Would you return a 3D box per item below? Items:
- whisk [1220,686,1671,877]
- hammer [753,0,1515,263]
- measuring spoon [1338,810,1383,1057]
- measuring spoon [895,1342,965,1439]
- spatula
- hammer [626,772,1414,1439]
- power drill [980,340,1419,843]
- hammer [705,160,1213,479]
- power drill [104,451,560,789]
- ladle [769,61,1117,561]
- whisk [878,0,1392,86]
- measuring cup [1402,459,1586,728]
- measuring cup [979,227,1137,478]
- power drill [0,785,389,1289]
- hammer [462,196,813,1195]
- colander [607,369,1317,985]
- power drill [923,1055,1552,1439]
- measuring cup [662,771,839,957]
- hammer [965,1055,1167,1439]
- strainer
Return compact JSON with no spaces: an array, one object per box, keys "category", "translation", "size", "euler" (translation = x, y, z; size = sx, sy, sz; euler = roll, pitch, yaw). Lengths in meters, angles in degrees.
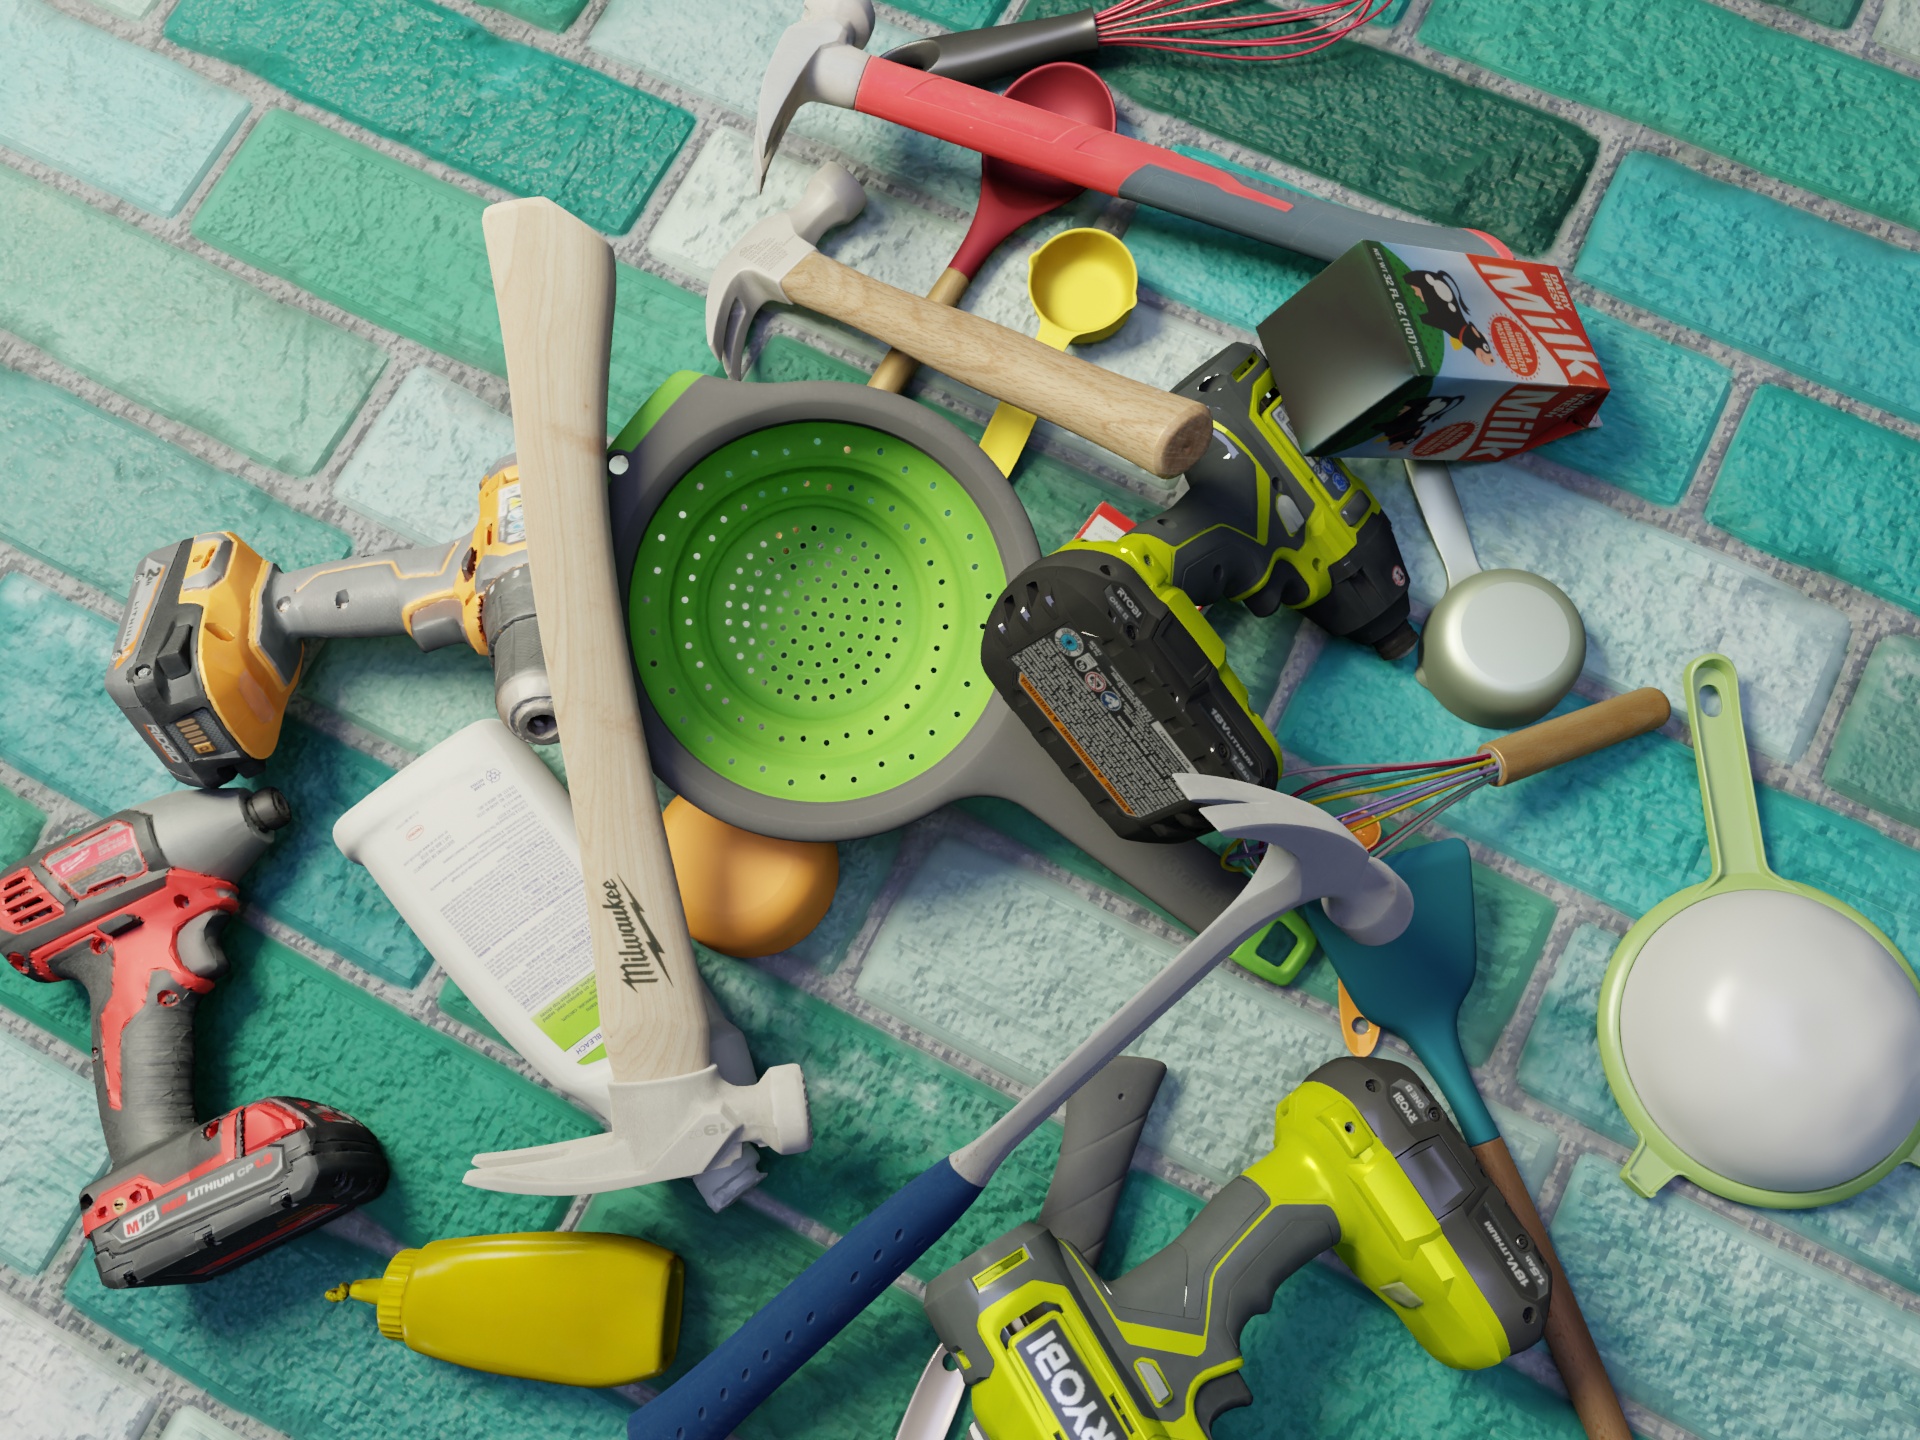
[{"category":"whisk","translation":[0.228,0.026,0.730],"size":[0.245,0.047,0.051],"euler":[-17,32,-17]},{"category":"hammer","translation":[0.091,-0.266,0.800],"size":[0.386,0.038,0.143],"euler":[17,55,-3]},{"category":"measuring spoon","translation":[0.190,0.101,0.756],"size":[0.021,0.011,0.117],"euler":[2,79,5]},{"category":"measuring spoon","translation":[-0.025,0.332,0.709],"size":[0.034,0.018,0.124],"euler":[27,72,-2]},{"category":"spatula","translation":[0.245,0.212,0.705],"size":[0.082,0.044,0.318],"euler":[-19,76,-6]},{"category":"hammer","translation":[0.007,0.179,0.665],"size":[0.405,0.143,0.035],"euler":[-44,44,9]},{"category":"power drill","translation":[0.122,-0.053,0.714],"size":[0.171,0.080,0.223],"euler":[51,49,-9]},{"category":"hammer","translation":[-0.012,-0.181,0.753],"size":[0.130,0.031,0.332],"euler":[-47,48,-10]},{"category":"power drill","translation":[-0.275,-0.038,0.755],"size":[0.226,0.084,0.186],"euler":[-15,44,-1]},{"category":"ladle","translation":[-0.014,-0.214,0.842],"size":[0.069,0.031,0.315],"euler":[31,81,6]},{"category":"whisk","translation":[0.093,-0.379,0.864],"size":[0.296,0.073,0.073],"euler":[-10,75,8]},{"category":"measuring cup","translation":[0.252,-0.079,0.782],"size":[0.083,0.038,0.168],"euler":[-16,77,-1]},{"category":"measuring cup","translation":[0.043,-0.182,0.836],"size":[0.062,0.029,0.156],"euler":[26,90,10]},{"category":"power drill","translation":[-0.360,0.139,0.749],"size":[0.143,0.078,0.220],"euler":[-26,73,-4]},{"category":"hammer","translation":[-0.162,-0.006,0.667],"size":[0.146,0.038,0.410],"euler":[-8,95,-8]},{"category":"colander","translation":[-0.001,-0.002,0.756],"size":[0.397,0.094,0.204],"euler":[36,88,-8]},{"category":"power drill","translation":[0.123,0.261,0.651],"size":[0.228,0.080,0.191],"euler":[-27,72,-19]},{"category":"measuring cup","translation":[-0.128,0.034,0.770],"size":[0.095,0.052,0.174],"euler":[-34,78,-5]},{"category":"hammer","translation":[0.013,0.339,0.683],"size":[0.149,0.036,0.409],"euler":[22,75,-5]},{"category":"strainer","translation":[0.366,0.088,0.716],"size":[0.151,0.069,0.256],"euler":[-4,77,3]}]
